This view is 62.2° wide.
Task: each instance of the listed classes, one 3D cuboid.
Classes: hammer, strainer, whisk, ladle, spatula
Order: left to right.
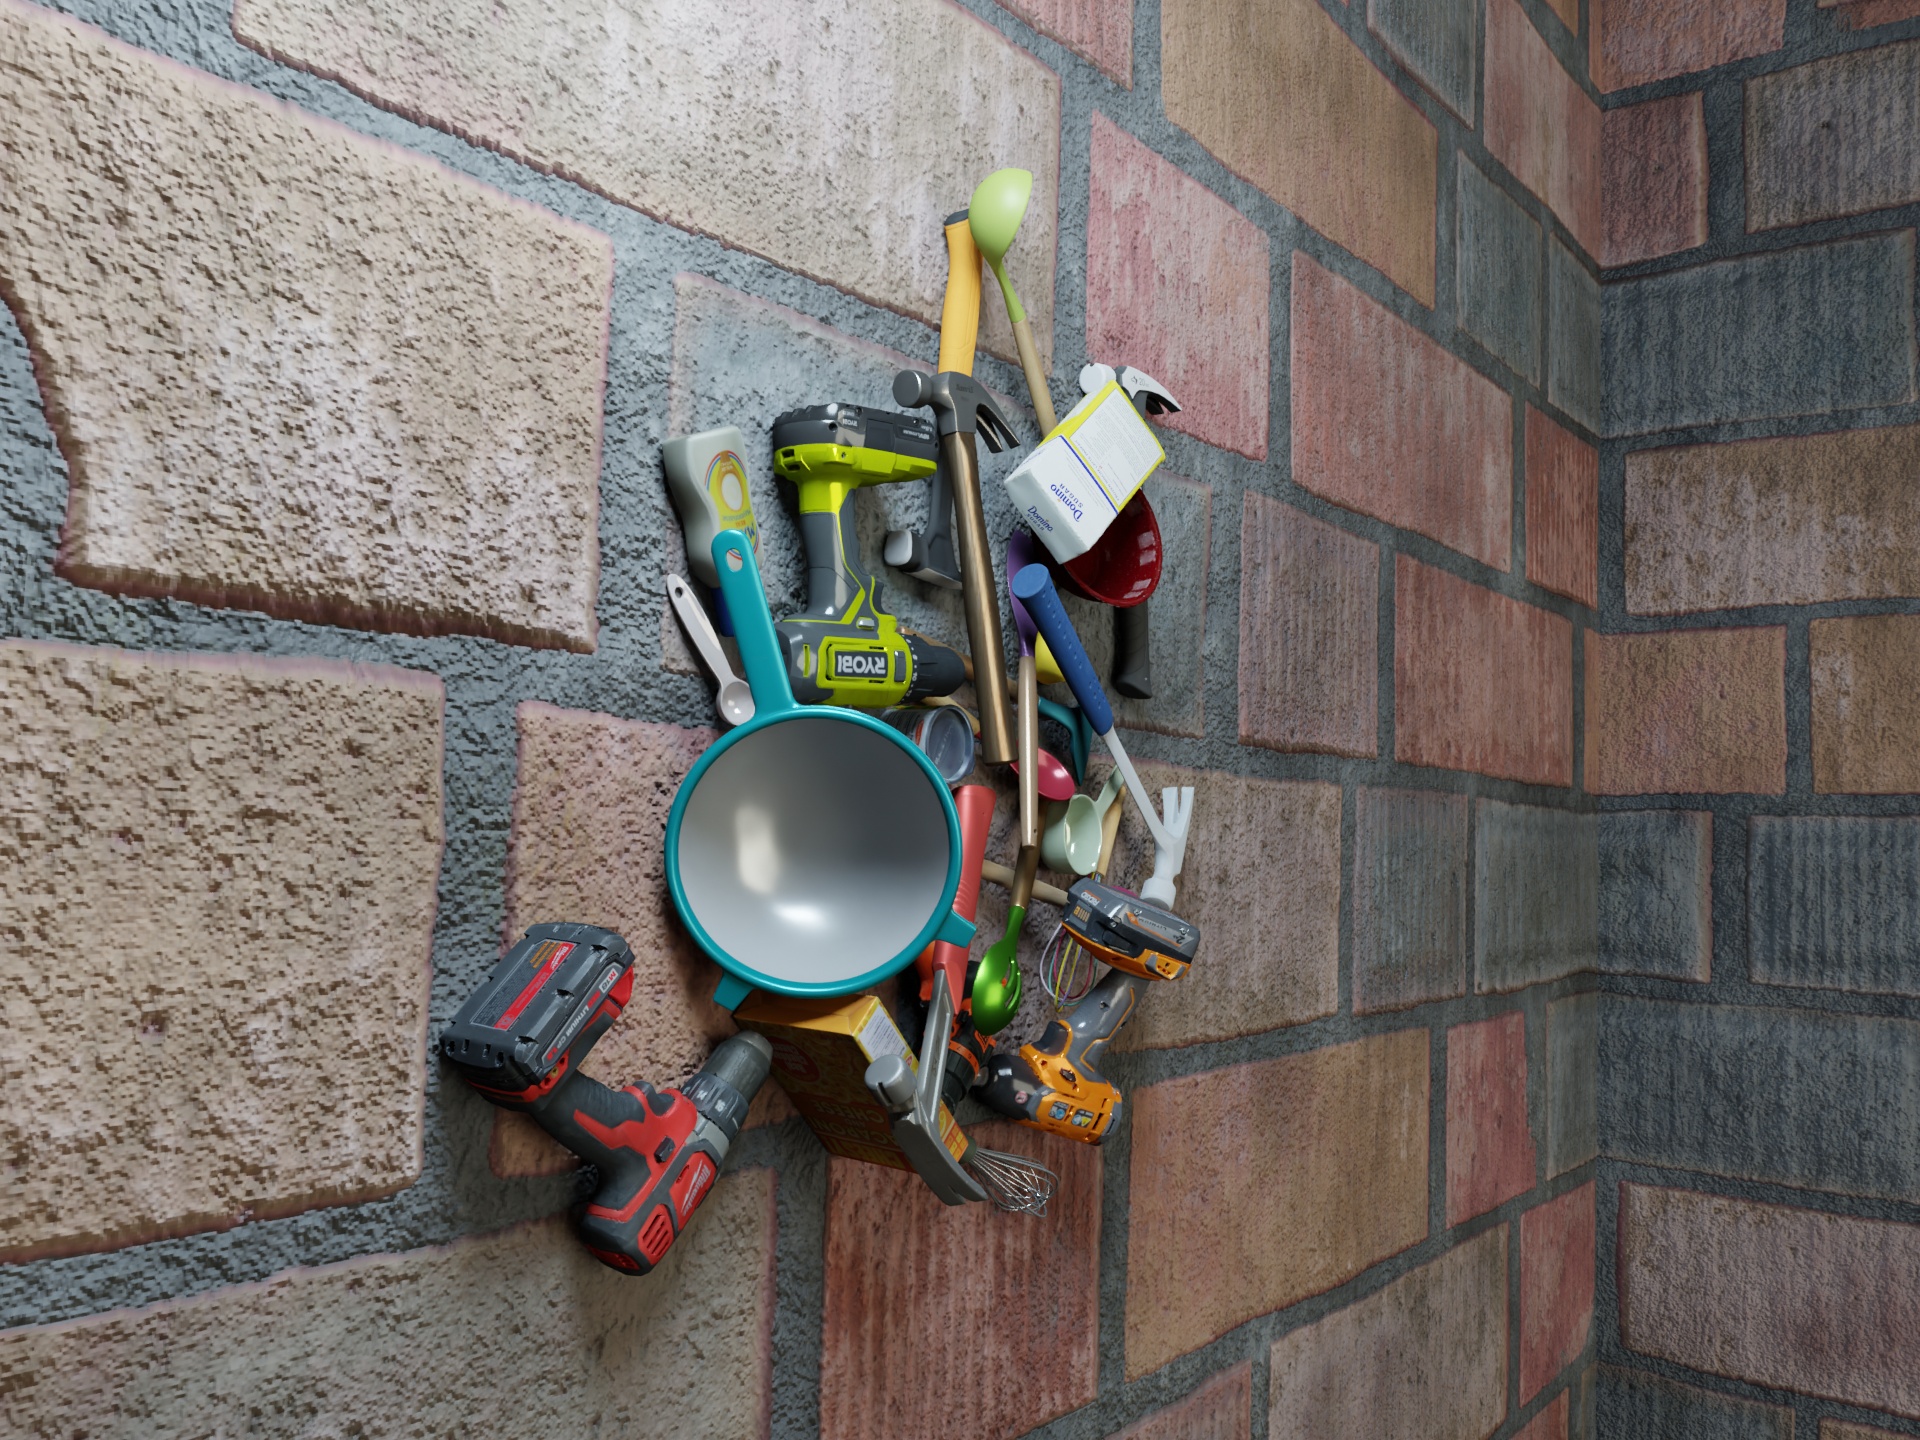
[{"bbox_3d":[-0.122,0.028,1.154,0.095,0.211,0.340,-122,-163,-82],"label":"strainer"},{"bbox_3d":[-0.003,0.187,1.232,0.359,0.037,0.149,-80,148,-50],"label":"hammer"},{"bbox_3d":[-0.002,-0.004,1.381,0.315,0.031,0.069,36,24,-41],"label":"ladle"},{"bbox_3d":[-0.001,-0.283,1.393,0.127,0.034,0.337,15,77,-50],"label":"hammer"},{"bbox_3d":[0.008,0.377,1.383,0.246,0.059,0.058,43,20,-39],"label":"whisk"},{"bbox_3d":[0.015,-0.127,1.339,0.130,0.031,0.331,-8,91,-52],"label":"hammer"},{"bbox_3d":[0.042,-0.023,1.454,0.317,0.044,0.082,27,69,-44],"label":"spatula"},{"bbox_3d":[0.059,-0.033,1.427,0.059,0.018,0.316,32,50,-47],"label":"spatula"},{"bbox_3d":[0.070,-0.343,1.434,0.078,0.062,0.319,-90,164,-47],"label":"ladle"},{"bbox_3d":[0.125,0.168,1.540,0.047,0.051,0.245,41,54,-37],"label":"whisk"},{"bbox_3d":[0.141,0.008,1.514,0.405,0.035,0.144,60,38,-39],"label":"hammer"},{"bbox_3d":[0.178,-0.189,1.623,0.146,0.035,0.335,-3,91,-52],"label":"hammer"}]

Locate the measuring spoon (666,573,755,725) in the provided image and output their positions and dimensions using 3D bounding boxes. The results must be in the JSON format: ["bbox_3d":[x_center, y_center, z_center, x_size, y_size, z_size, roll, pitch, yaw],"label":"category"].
[{"bbox_3d":[-0.188,-0.051,1.165,0.034,0.018,0.124,-42,115,-42],"label":"measuring spoon"}]

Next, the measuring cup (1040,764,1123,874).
[{"bbox_3d":[0.119,0.086,1.543,0.168,0.038,0.083,-52,129,-49],"label":"measuring cup"}]

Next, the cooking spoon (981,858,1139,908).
[{"bbox_3d":[0.080,0.159,1.456,0.318,0.017,0.069,25,54,-38],"label":"cooking spoon"}]

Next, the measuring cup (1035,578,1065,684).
[{"bbox_3d":[0.093,-0.112,1.514,0.062,0.029,0.156,11,80,-52],"label":"measuring cup"}]

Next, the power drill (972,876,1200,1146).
[{"bbox_3d":[0.105,0.262,1.430,0.164,0.084,0.226,24,93,-31],"label":"power drill"}]

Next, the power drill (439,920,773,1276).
[{"bbox_3d":[-0.220,0.234,1.064,0.188,0.080,0.226,-55,133,-37],"label":"power drill"}]

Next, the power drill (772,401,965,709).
[{"bbox_3d":[-0.072,-0.121,1.248,0.190,0.080,0.228,1,88,-44],"label":"power drill"}]

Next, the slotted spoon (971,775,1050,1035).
[{"bbox_3d":[0.053,0.147,1.386,0.314,0.031,0.070,-74,149,-51],"label":"slotted spoon"}]
